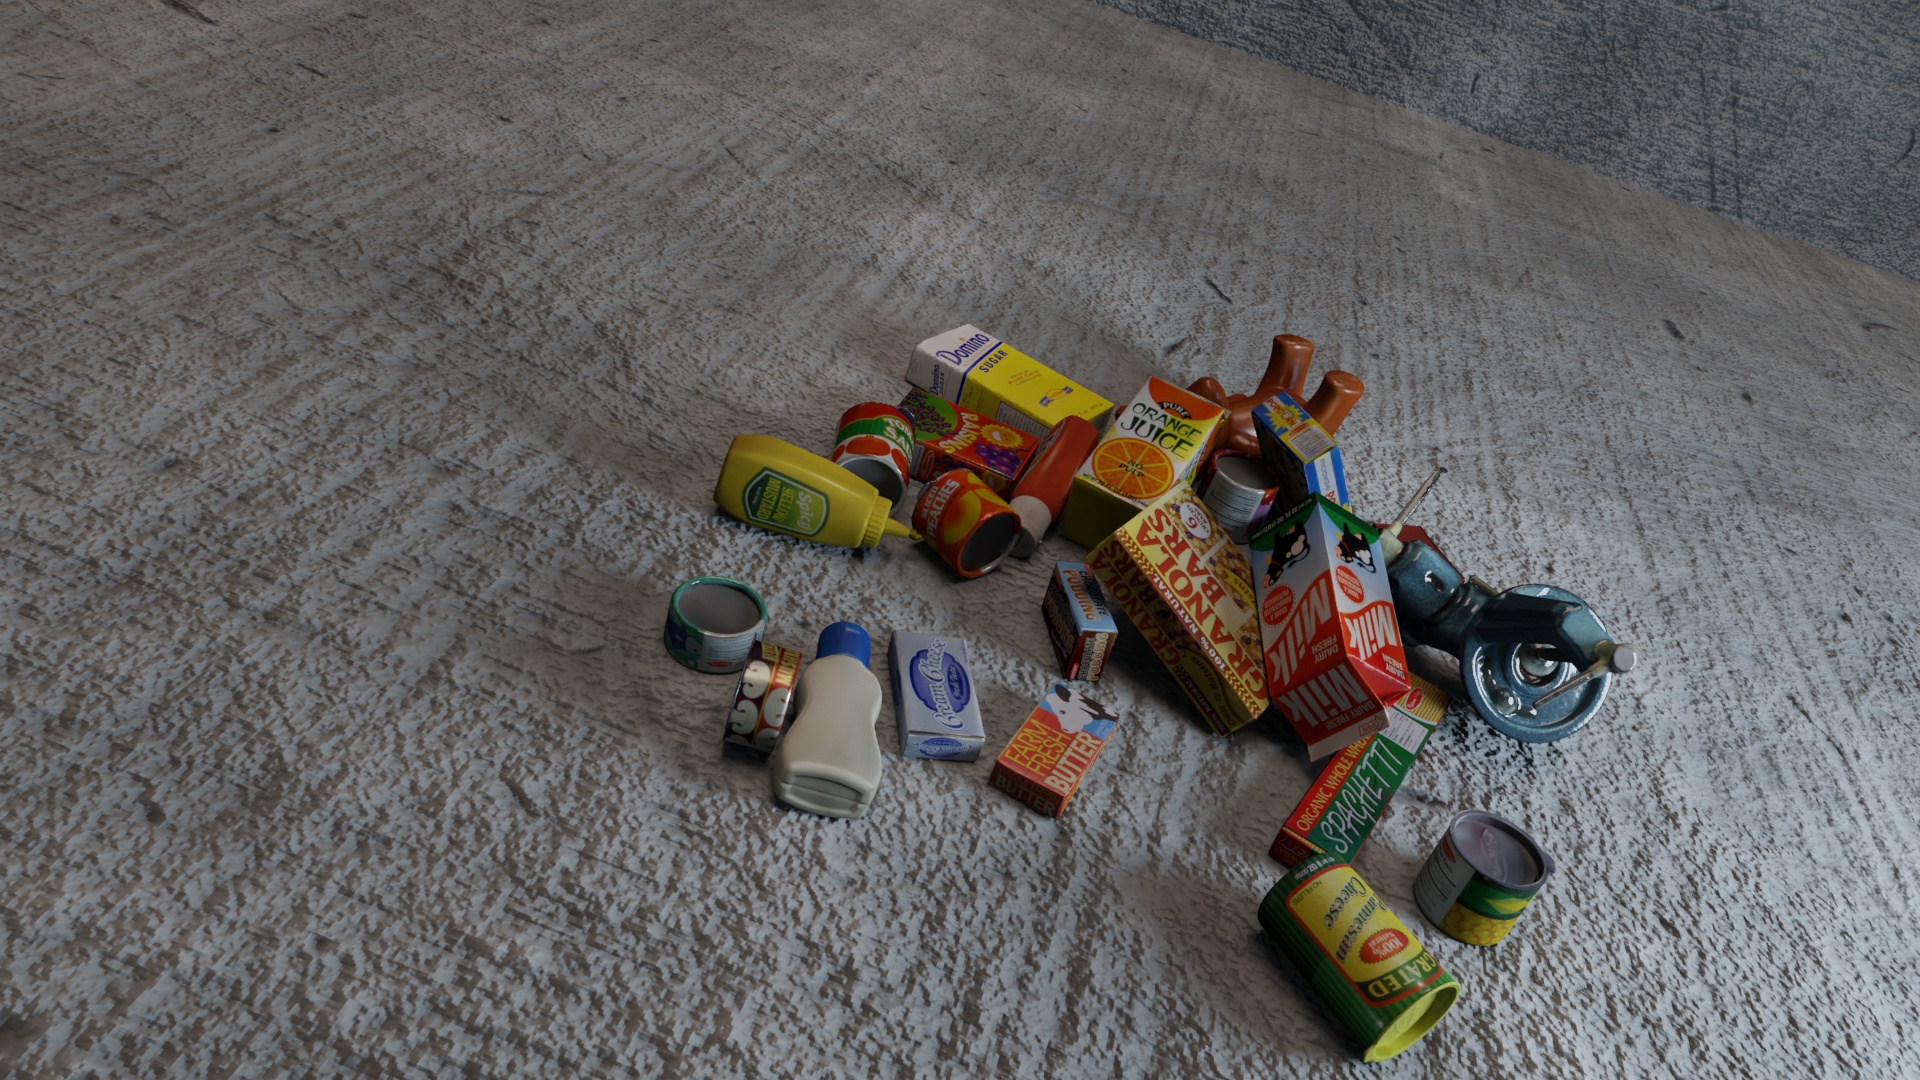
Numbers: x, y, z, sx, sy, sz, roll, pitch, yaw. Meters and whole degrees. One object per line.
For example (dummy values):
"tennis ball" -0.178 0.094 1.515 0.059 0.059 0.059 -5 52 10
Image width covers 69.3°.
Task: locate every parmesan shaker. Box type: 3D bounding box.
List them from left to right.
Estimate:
"parmesan shaker" 0.230 0.243 0.816 0.071 0.071 0.103 -8 41 -33

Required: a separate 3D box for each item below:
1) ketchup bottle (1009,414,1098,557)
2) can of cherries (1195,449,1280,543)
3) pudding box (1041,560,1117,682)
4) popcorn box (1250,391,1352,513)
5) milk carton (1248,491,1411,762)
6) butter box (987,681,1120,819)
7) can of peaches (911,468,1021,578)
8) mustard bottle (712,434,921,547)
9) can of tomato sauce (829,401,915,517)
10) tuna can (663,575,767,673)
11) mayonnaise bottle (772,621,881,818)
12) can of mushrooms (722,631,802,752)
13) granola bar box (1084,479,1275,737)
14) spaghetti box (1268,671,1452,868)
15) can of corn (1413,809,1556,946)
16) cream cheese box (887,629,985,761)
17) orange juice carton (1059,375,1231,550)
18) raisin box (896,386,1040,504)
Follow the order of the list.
"ketchup bottle" 0.071 -0.043 1.160 0.043 0.064 0.150 33 43 -1
"can of cherries" 0.244 -0.041 1.235 0.071 0.058 0.072 12 34 -8
"pudding box" 0.087 0.059 1.029 0.030 0.049 0.084 5 36 -15
"popcorn box" 0.305 -0.060 1.234 0.038 0.126 0.085 -31 46 -3
"milk carton" 0.271 0.066 1.018 0.073 0.072 0.191 27 46 -28
"butter box" 0.064 0.139 0.927 0.053 0.024 0.104 26 34 14
"can of peaches" 0.004 -0.014 1.078 0.071 0.071 0.058 -16 47 -40
"mustard bottle" -0.105 -0.029 1.057 0.160 0.065 0.049 19 29 -5
"can of tomato sauce" -0.070 -0.063 1.115 0.071 0.070 0.083 14 34 -6
"tuna can" -0.165 0.054 0.935 0.071 0.032 0.071 12 34 -9
"mayonnaise bottle" -0.080 0.110 0.888 0.065 0.041 0.149 17 32 -10
"can of mushrooms" -0.122 0.095 0.863 0.033 0.070 0.071 17 33 -5
"granola bar box" 0.179 0.048 1.035 0.165 0.039 0.125 53 39 3
"spaghetti box" 0.290 0.163 0.991 0.050 0.028 0.251 32 36 20
"can of corn" 0.340 0.221 0.905 0.071 0.058 0.071 12 34 -8
"cream cheese box" -0.018 0.103 0.939 0.053 0.024 0.104 7 35 -14
"orange juice carton" 0.164 -0.071 1.186 0.072 0.072 0.194 28 51 15
"raisin box" -0.003 -0.079 1.195 0.123 0.039 0.086 23 33 7
